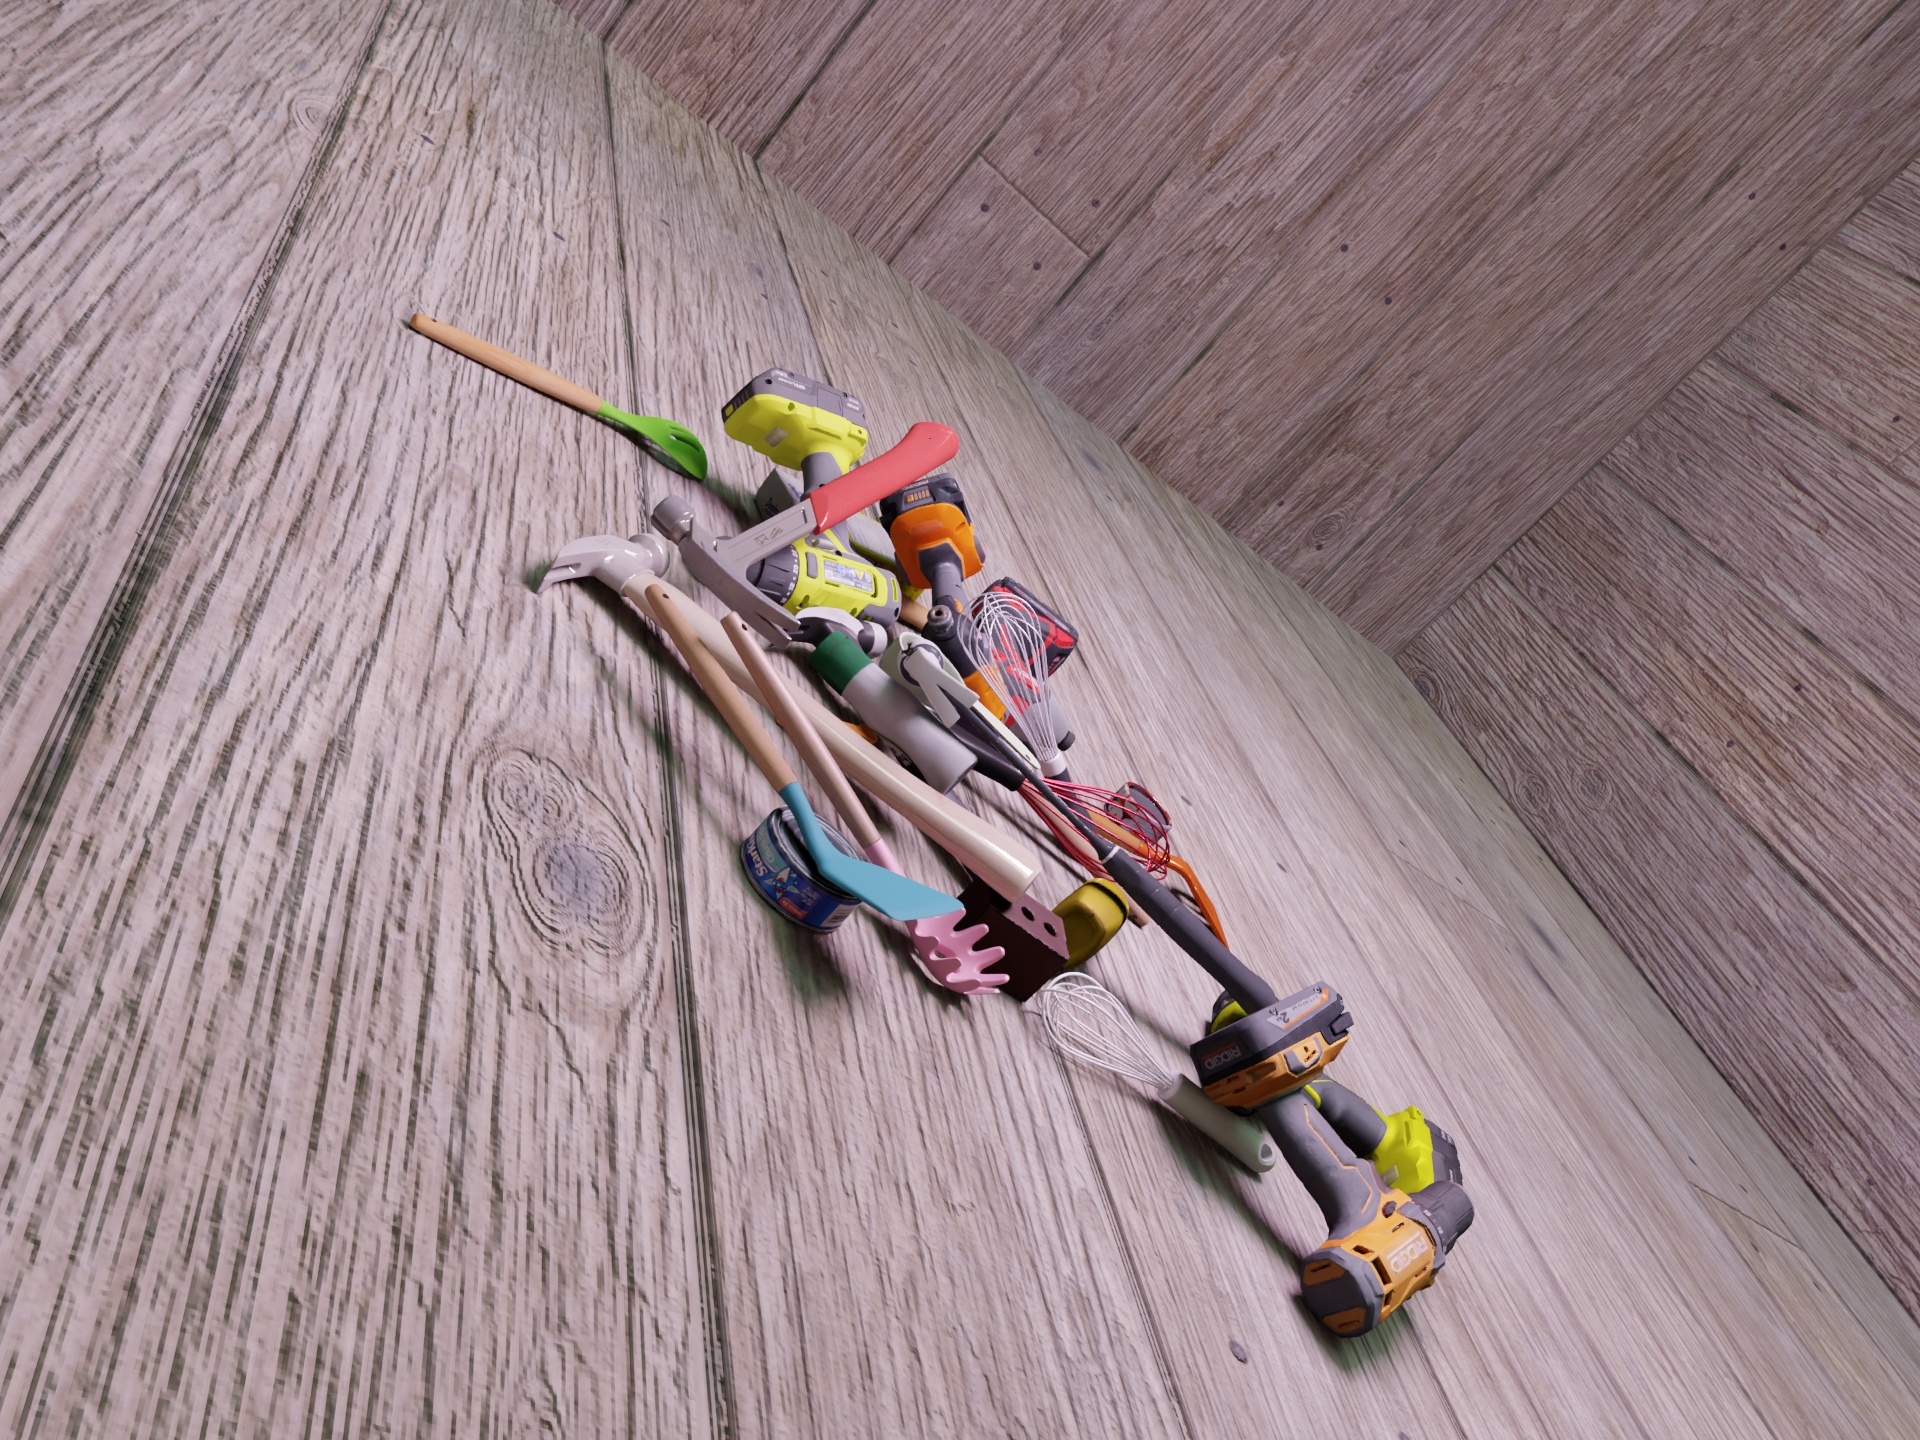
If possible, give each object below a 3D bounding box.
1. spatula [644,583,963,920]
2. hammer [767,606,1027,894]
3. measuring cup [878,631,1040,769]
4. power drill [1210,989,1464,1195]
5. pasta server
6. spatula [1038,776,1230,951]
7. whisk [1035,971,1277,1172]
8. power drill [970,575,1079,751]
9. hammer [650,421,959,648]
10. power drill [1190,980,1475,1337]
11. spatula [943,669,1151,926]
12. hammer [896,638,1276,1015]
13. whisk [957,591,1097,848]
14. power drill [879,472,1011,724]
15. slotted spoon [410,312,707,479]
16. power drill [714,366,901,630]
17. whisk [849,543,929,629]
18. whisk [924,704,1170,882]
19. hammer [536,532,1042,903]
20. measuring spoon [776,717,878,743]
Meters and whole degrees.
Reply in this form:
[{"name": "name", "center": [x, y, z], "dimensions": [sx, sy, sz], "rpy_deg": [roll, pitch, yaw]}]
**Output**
[{"name": "spatula", "center": [-0.119, 0.018, 1.050], "dimensions": [0.318, 0.044, 0.082], "rpy_deg": [52, 25, 21]}, {"name": "hammer", "center": [-0.036, 0.038, 1.279], "dimensions": [0.335, 0.035, 0.146], "rpy_deg": [56, 22, 23]}, {"name": "measuring cup", "center": [-0.002, -0.004, 1.324], "dimensions": [0.167, 0.038, 0.083], "rpy_deg": [42, 20, -18]}, {"name": "power drill", "center": [0.296, 0.325, 1.297], "dimensions": [0.223, 0.080, 0.171], "rpy_deg": [39, 19, -1]}, {"name": "pasta server", "center": [-0.069, 0.058, 1.090], "dimensions": [0.316, 0.040, 0.060], "rpy_deg": [58, 25, -3]}, {"name": "spatula", "center": [0.143, 0.116, 1.516], "dimensions": [0.322, 0.041, 0.081], "rpy_deg": [32, 21, -18]}, {"name": "whisk", "center": [0.149, 0.266, 1.178], "dimensions": [0.246, 0.059, 0.058], "rpy_deg": [40, 55, -20]}, {"name": "power drill", "center": [0.061, -0.053, 1.634], "dimensions": [0.143, 0.078, 0.220], "rpy_deg": [37, 23, -12]}, {"name": "hammer", "center": [-0.098, -0.182, 1.358], "dimensions": [0.149, 0.036, 0.359], "rpy_deg": [43, 40, 7]}, {"name": "power drill", "center": [0.285, 0.312, 1.174], "dimensions": [0.185, 0.084, 0.226], "rpy_deg": [-12, 70, -44]}, {"name": "spatula", "center": [0.064, 0.068, 1.400], "dimensions": [0.315, 0.060, 0.018], "rpy_deg": [48, 51, -12]}, {"name": "hammer", "center": [0.107, 0.094, 1.234], "dimensions": [0.408, 0.036, 0.149], "rpy_deg": [45, 2, -15]}, {"name": "whisk", "center": [0.068, 0.011, 1.393], "dimensions": [0.070, 0.070, 0.284], "rpy_deg": [-97, 166, -62]}, {"name": "power drill", "center": [-0.014, -0.116, 1.465], "dimensions": [0.164, 0.084, 0.227], "rpy_deg": [65, 10, -56]}, {"name": "slotted spoon", "center": [-0.342, -0.288, 1.408], "dimensions": [0.313, 0.031, 0.070], "rpy_deg": [21, 29, -45]}, {"name": "power drill", "center": [-0.150, -0.193, 1.416], "dimensions": [0.190, 0.080, 0.229], "rpy_deg": [14, 58, -38]}, {"name": "whisk", "center": [-0.087, -0.127, 1.557], "dimensions": [0.244, 0.051, 0.047], "rpy_deg": [30, 37, -45]}, {"name": "whisk", "center": [0.063, 0.058, 1.314], "dimensions": [0.295, 0.073, 0.073], "rpy_deg": [31, 22, -23]}, {"name": "hammer", "center": [-0.117, -0.002, 1.146], "dimensions": [0.411, 0.038, 0.146], "rpy_deg": [37, 20, 8]}, {"name": "measuring spoon", "center": [-0.107, 0.008, 1.270], "dimensions": [0.116, 0.011, 0.021], "rpy_deg": [9, 41, -52]}]
